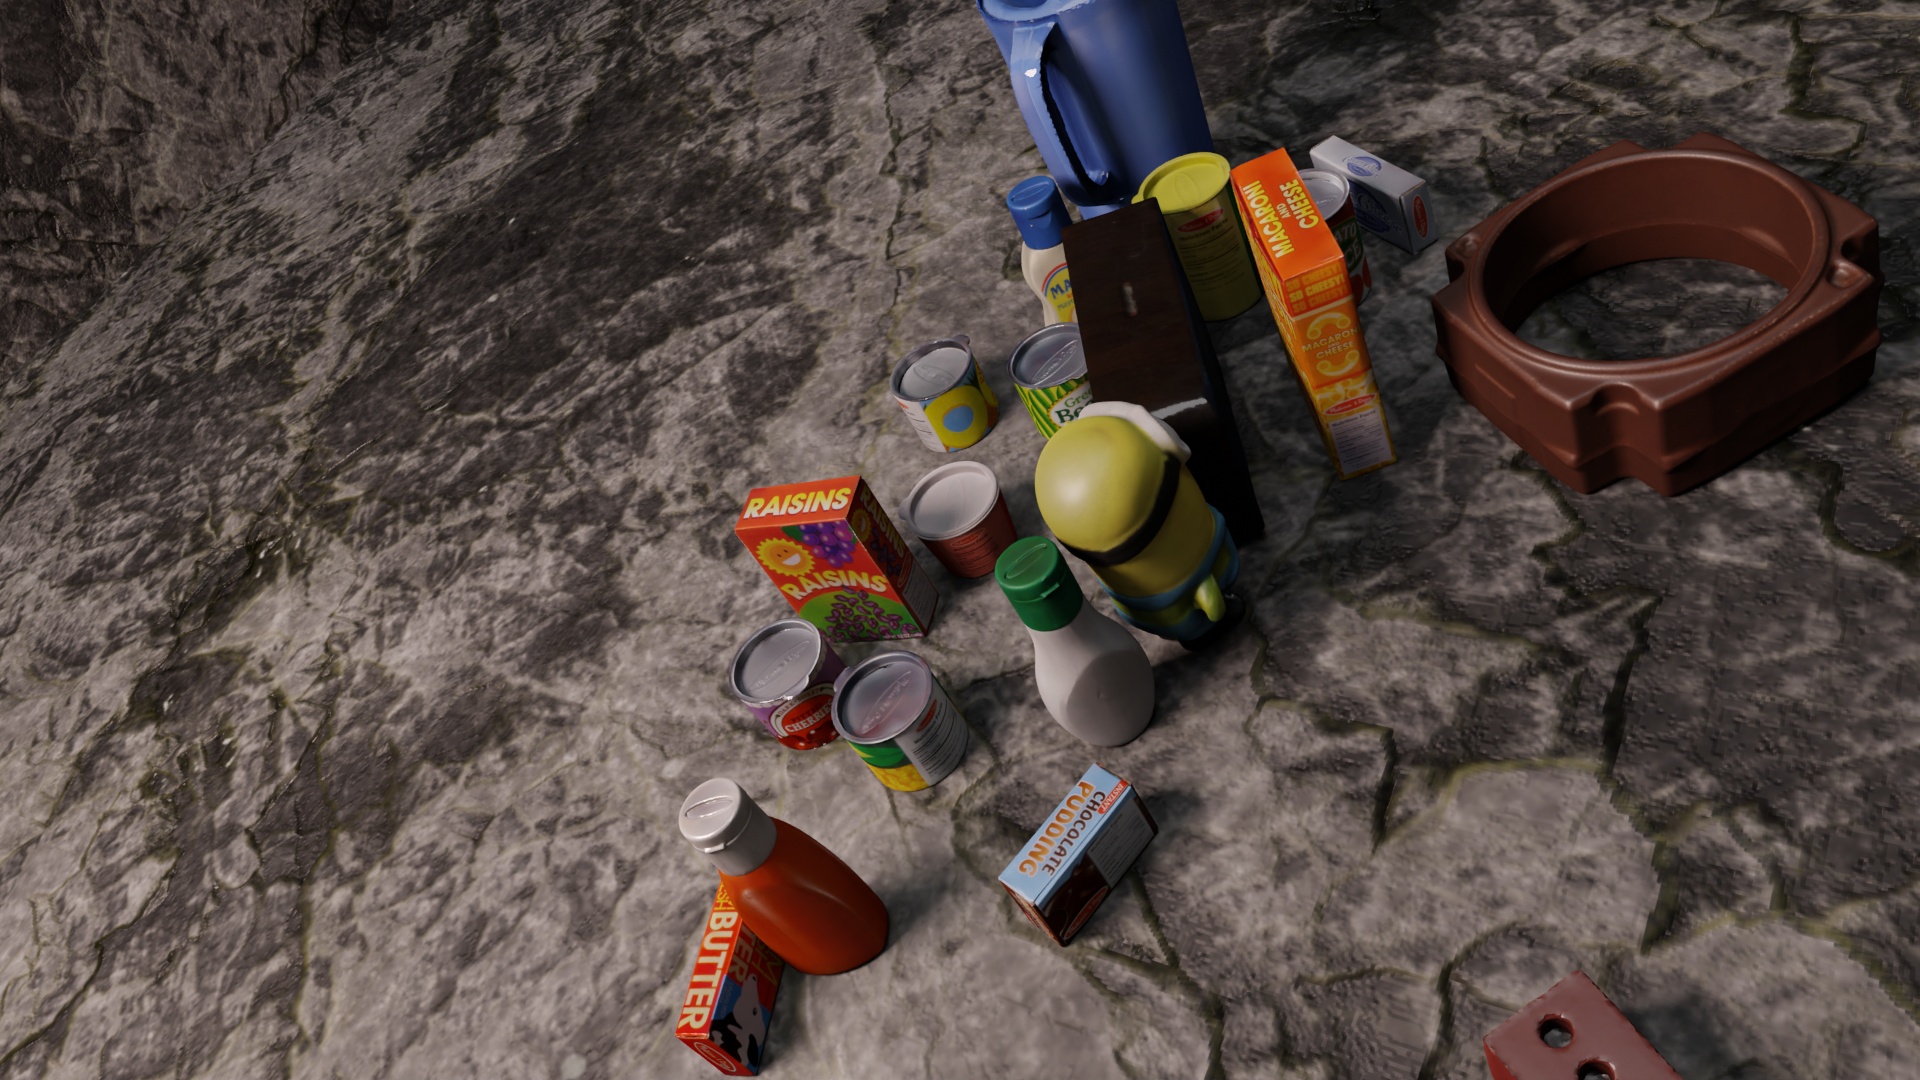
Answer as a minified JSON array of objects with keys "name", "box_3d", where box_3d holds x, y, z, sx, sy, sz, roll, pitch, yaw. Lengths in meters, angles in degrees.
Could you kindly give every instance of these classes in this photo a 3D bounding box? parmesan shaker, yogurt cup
[{"name":"parmesan shaker","box_3d":[0.172,-0.215,0.997,0.071,0.102,0.072,-16,44,16]},{"name":"yogurt cup","box_3d":[0.003,-0.012,0.937,0.072,0.053,0.073,-16,44,16]}]

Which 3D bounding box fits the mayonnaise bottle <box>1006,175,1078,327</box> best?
[{"name":"mayonnaise bottle","box_3d":[0.076,-0.191,0.996,0.065,0.147,0.041,-23,43,10]}]

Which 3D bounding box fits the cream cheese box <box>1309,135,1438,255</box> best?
[{"name":"cream cheese box","box_3d":[0.295,-0.248,0.995,0.024,0.053,0.104,-35,42,-4]}]

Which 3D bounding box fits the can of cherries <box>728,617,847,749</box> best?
[{"name":"can of cherries","box_3d":[-0.106,0.095,0.895,0.071,0.058,0.072,-16,44,16]}]

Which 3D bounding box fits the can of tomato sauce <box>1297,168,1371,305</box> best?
[{"name":"can of tomato sauce","box_3d":[0.244,-0.202,0.958,0.071,0.082,0.071,-16,44,16]}]

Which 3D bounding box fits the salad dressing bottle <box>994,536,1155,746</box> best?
[{"name":"salad dressing bottle","box_3d":[0.063,0.057,0.767,0.064,0.147,0.044,-38,42,-7]}]

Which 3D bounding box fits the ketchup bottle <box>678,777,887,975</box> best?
[{"name":"ketchup bottle","box_3d":[-0.096,0.180,0.740,0.064,0.148,0.044,-18,44,15]}]

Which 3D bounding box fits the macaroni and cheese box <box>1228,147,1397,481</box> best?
[{"name":"macaroni and cheese box","box_3d":[0.215,-0.136,0.849,0.040,0.165,0.124,-21,43,12]}]

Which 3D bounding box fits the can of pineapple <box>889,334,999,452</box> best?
[{"name":"can of pineapple","box_3d":[-0.009,-0.109,1.034,0.071,0.057,0.071,-16,44,16]}]

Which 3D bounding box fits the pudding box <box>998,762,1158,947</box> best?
[{"name":"pudding box","box_3d":[0.063,0.166,0.735,0.030,0.049,0.084,25,66,43]}]

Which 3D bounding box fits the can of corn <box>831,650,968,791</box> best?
[{"name":"can of corn","box_3d":[-0.038,0.109,0.842,0.071,0.058,0.071,-16,44,16]}]

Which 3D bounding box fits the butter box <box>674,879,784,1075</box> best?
[{"name":"butter box","box_3d":[-0.122,0.237,0.773,0.024,0.053,0.104,-9,47,23]}]

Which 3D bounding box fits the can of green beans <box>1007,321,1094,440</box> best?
[{"name":"can of green beans","box_3d":[0.074,-0.112,0.989,0.071,0.057,0.071,-16,44,16]}]

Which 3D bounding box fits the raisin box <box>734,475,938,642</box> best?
[{"name":"raisin box","box_3d":[-0.079,0.014,0.907,0.086,0.123,0.040,-5,48,27]}]
